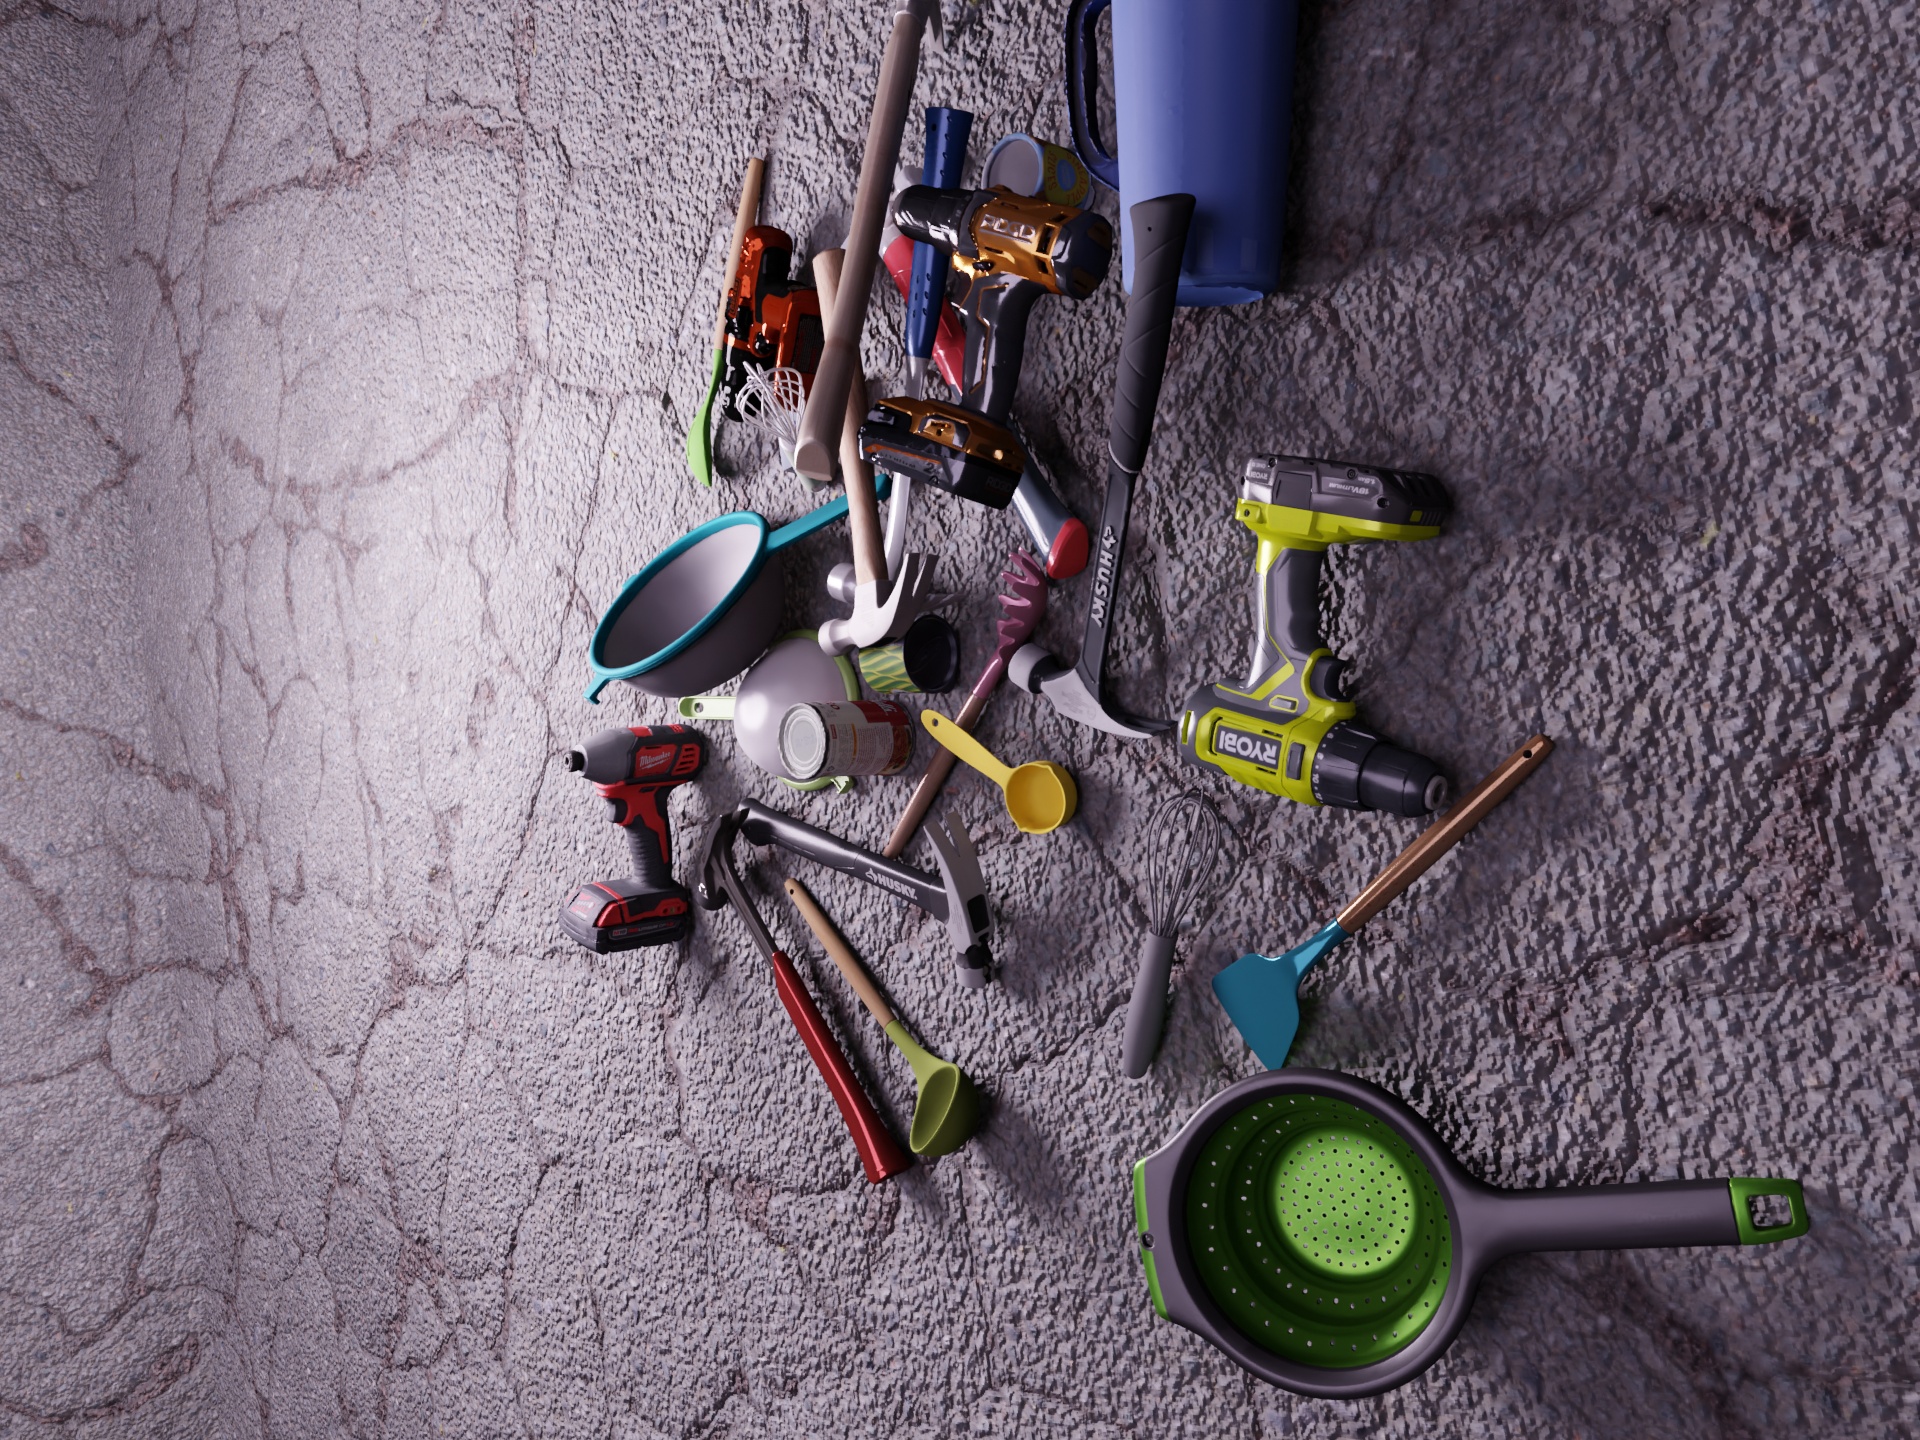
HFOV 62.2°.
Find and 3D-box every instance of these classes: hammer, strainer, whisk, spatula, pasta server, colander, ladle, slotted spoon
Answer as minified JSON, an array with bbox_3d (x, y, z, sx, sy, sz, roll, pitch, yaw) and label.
[{"bbox_3d":[-0.095,0.119,1.403,0.335,0.035,0.146,17,122,47],"label":"hammer"},{"bbox_3d":[-0.145,0.255,1.455,0.359,0.036,0.149,57,145,25],"label":"hammer"},{"bbox_3d":[-0.184,-0.117,1.462,0.340,0.095,0.211,-25,34,22],"label":"strainer"},{"bbox_3d":[-0.144,-0.242,1.347,0.058,0.246,0.059,-38,78,-3],"label":"whisk"},{"bbox_3d":[0.279,0.118,1.063,0.317,0.044,0.082,-50,58,28],"label":"spatula"},{"bbox_3d":[-0.072,-0.390,1.262,0.038,0.146,0.411,11,86,5],"label":"hammer"},{"bbox_3d":[0.151,0.160,1.174,0.055,0.055,0.239,25,112,41],"label":"whisk"},{"bbox_3d":[-0.002,-0.004,1.324,0.060,0.040,0.316,-91,26,-57],"label":"pasta server"},{"bbox_3d":[0.312,0.309,1.003,0.397,0.094,0.204,-12,82,26],"label":"colander"},{"bbox_3d":[-0.031,-0.284,1.294,0.144,0.035,0.405,20,107,45],"label":"hammer"},{"bbox_3d":[-0.083,0.249,1.399,0.320,0.062,0.078,49,115,35],"label":"ladle"},{"bbox_3d":[-0.085,-0.225,1.306,0.130,0.031,0.331,-13,83,47],"label":"hammer"},{"bbox_3d":[-0.202,-0.011,1.498,0.256,0.069,0.151,1,92,43],"label":"strainer"},{"bbox_3d":[-0.226,-0.383,1.534,0.070,0.031,0.313,-114,36,-81],"label":"slotted spoon"},{"bbox_3d":[-0.002,-0.271,1.317,0.143,0.038,0.387,-43,62,38],"label":"hammer"},{"bbox_3d":[0.116,-0.166,1.122,0.149,0.036,0.408,34,133,34],"label":"hammer"}]

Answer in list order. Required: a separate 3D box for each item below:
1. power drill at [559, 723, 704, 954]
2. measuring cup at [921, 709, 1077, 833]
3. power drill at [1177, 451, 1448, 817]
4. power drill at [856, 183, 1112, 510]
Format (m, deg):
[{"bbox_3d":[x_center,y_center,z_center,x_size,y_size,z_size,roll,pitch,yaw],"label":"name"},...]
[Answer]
[{"bbox_3d":[-0.333,0.113,1.582,0.079,0.143,0.219,19,106,45],"label":"power drill"},{"bbox_3d":[0.031,0.034,1.283,0.157,0.029,0.062,37,118,28],"label":"measuring cup"},{"bbox_3d":[0.246,-0.054,1.054,0.191,0.080,0.228,18,106,43],"label":"power drill"},{"bbox_3d":[-0.003,-0.292,1.203,0.185,0.084,0.226,25,100,30],"label":"power drill"}]
